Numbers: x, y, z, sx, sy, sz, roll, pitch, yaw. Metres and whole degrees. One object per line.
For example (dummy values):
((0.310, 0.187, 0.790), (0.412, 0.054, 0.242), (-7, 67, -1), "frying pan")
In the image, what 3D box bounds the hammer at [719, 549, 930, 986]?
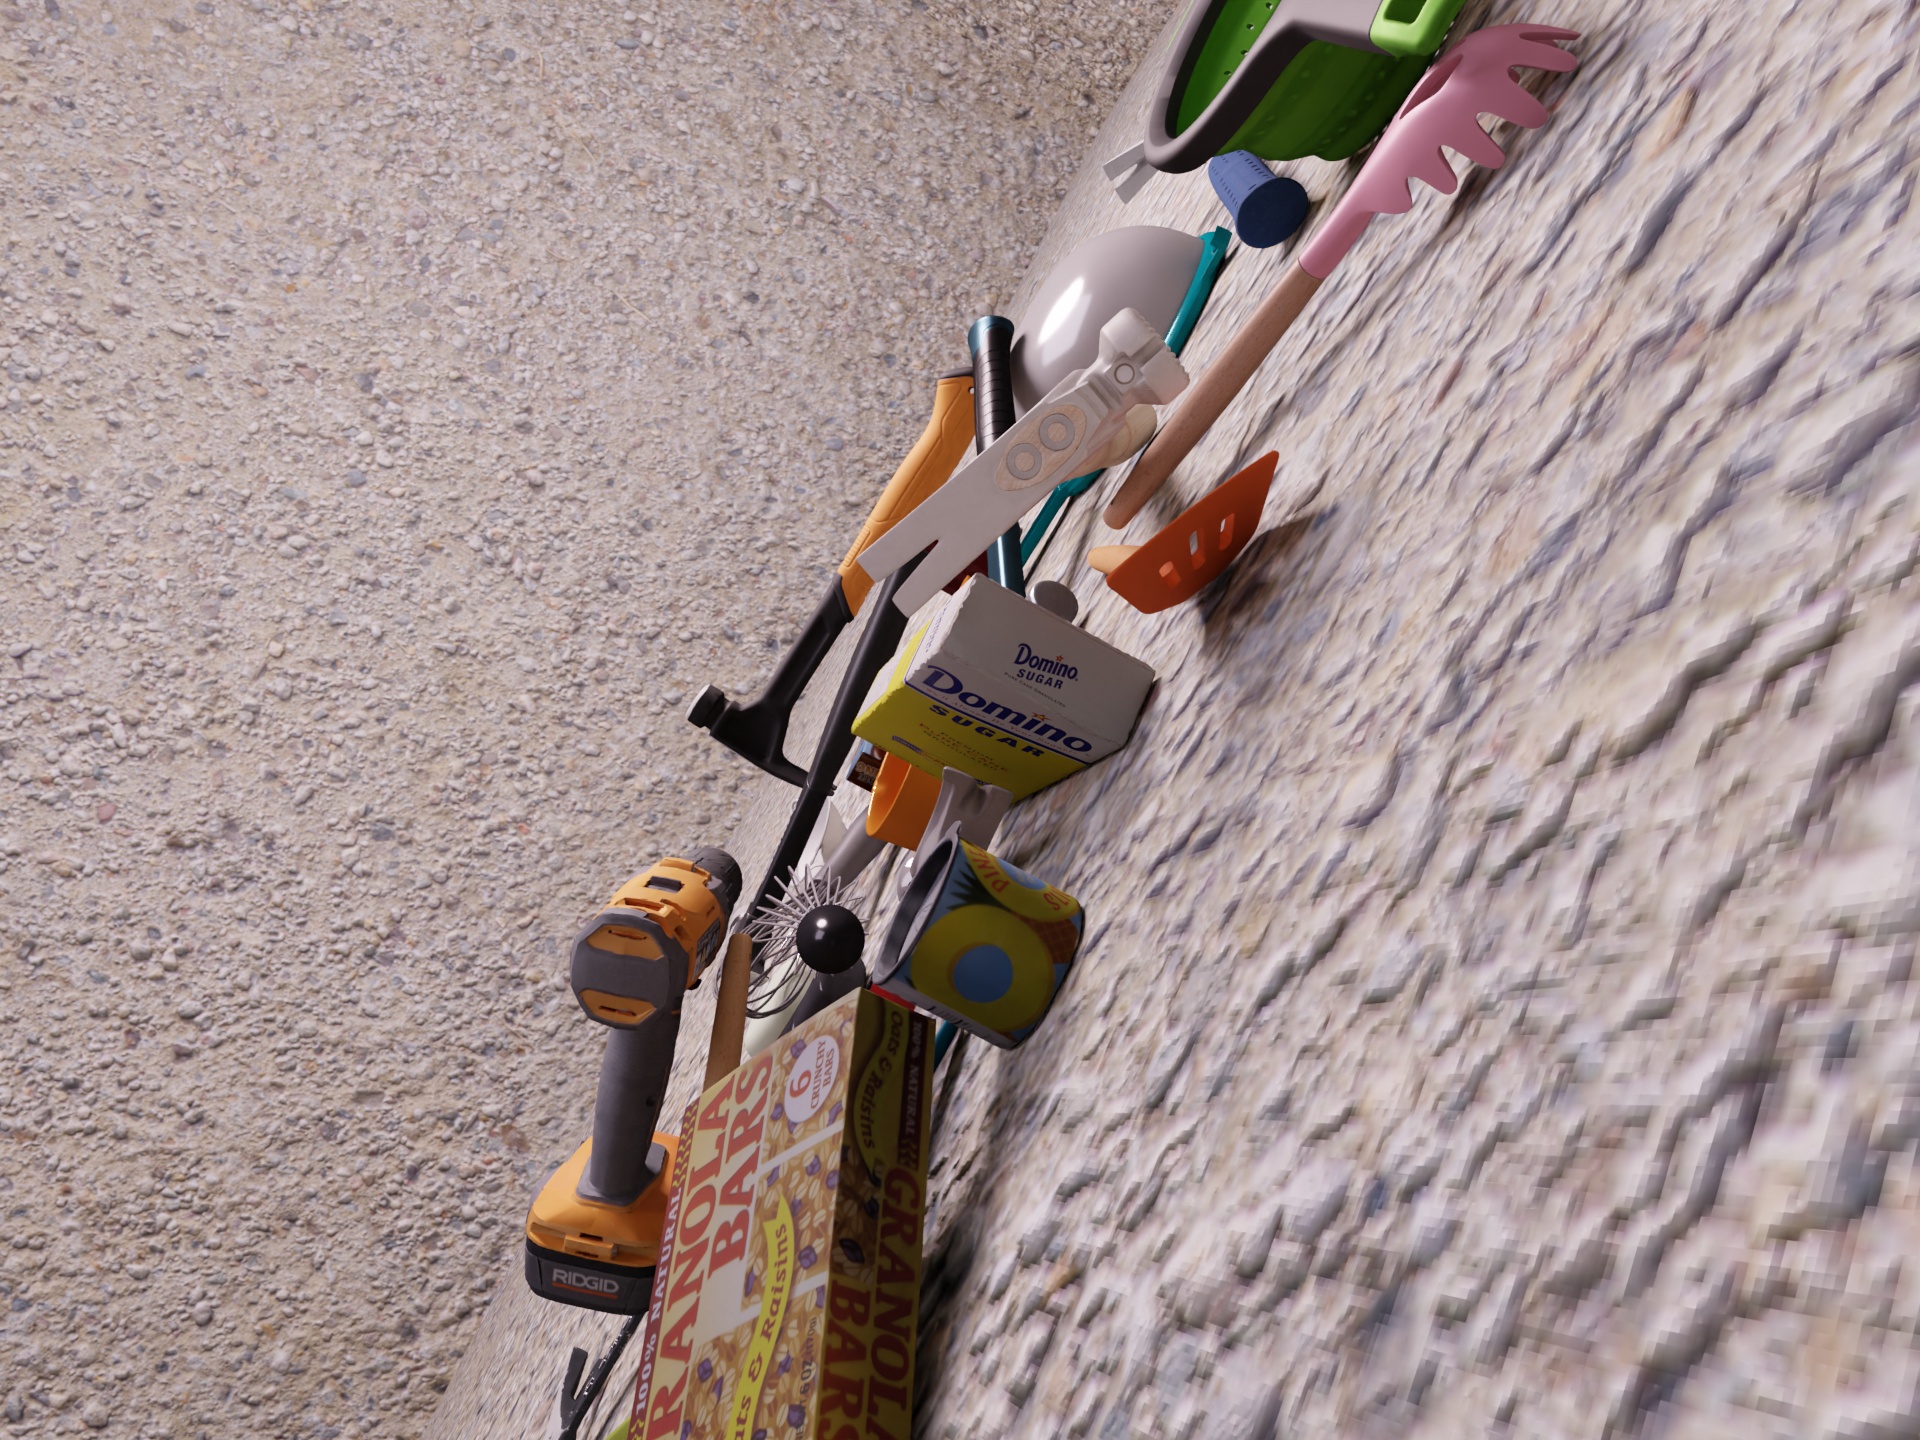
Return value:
((-0.094, 0.032, 1.116), (0.146, 0.035, 0.334), (-106, 39, -79), "hammer")

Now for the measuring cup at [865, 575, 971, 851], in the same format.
((-0.001, -0.003, 0.920), (0.095, 0.052, 0.174), (-44, 24, 63), "measuring cup")

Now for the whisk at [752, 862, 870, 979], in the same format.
((-0.070, 0.103, 0.798), (0.070, 0.070, 0.284), (-63, 5, -8), "whisk")

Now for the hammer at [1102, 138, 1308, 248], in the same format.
((0.172, -0.371, 1.063), (0.144, 0.035, 0.406), (-31, 22, 16), "hammer")

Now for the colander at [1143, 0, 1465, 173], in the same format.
((0.191, -0.323, 0.748), (0.204, 0.094, 0.397), (-58, 16, 21), "colander")

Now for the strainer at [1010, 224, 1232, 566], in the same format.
((0.060, -0.219, 1.146), (0.340, 0.095, 0.211), (-59, 9, 8), "strainer")

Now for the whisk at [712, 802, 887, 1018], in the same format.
((-0.087, 0.111, 1.047), (0.055, 0.055, 0.239), (-54, -1, 43), "whisk")

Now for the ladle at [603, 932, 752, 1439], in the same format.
((-0.136, 0.236, 0.764), (0.078, 0.062, 0.320), (86, -176, -46), "ladle")

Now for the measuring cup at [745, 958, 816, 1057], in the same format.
((-0.132, 0.215, 1.076), (0.167, 0.038, 0.083), (-49, 15, 48), "measuring cup")

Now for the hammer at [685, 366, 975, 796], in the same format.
((-0.066, -0.107, 1.177), (0.337, 0.127, 0.034), (-57, 2, 9), "hammer")

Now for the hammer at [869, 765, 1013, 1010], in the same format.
((-0.063, 0.202, 0.660), (0.143, 0.038, 0.386), (110, -177, -64), "hammer")

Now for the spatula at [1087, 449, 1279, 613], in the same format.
((0.085, -0.080, 0.744), (0.081, 0.041, 0.323), (-37, 8, 1), "spatula")

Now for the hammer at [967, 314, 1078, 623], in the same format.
((0.026, -0.149, 1.025), (0.128, 0.033, 0.331), (122, 154, -46), "hammer")

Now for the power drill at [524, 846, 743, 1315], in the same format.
((-0.172, 0.186, 0.890), (0.185, 0.084, 0.226), (-61, -19, -78), "power drill")

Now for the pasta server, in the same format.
((0.146, -0.175, 0.695), (0.316, 0.040, 0.060), (-51, 13, 52), "pasta server")

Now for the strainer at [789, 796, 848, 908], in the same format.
((-0.110, 0.121, 1.255), (0.259, 0.050, 0.087), (-109, 42, -71), "strainer")

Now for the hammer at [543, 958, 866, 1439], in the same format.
((-0.168, 0.315, 0.996), (0.409, 0.036, 0.149), (-59, 8, 12), "hammer")

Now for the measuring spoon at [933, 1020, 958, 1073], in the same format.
((-0.013, 0.160, 0.652), (0.042, 0.021, 0.129), (99, -163, -44), "measuring spoon")

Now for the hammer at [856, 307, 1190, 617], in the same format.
((0.054, -0.131, 0.799), (0.146, 0.038, 0.411), (-40, 2, 14), "hammer")
